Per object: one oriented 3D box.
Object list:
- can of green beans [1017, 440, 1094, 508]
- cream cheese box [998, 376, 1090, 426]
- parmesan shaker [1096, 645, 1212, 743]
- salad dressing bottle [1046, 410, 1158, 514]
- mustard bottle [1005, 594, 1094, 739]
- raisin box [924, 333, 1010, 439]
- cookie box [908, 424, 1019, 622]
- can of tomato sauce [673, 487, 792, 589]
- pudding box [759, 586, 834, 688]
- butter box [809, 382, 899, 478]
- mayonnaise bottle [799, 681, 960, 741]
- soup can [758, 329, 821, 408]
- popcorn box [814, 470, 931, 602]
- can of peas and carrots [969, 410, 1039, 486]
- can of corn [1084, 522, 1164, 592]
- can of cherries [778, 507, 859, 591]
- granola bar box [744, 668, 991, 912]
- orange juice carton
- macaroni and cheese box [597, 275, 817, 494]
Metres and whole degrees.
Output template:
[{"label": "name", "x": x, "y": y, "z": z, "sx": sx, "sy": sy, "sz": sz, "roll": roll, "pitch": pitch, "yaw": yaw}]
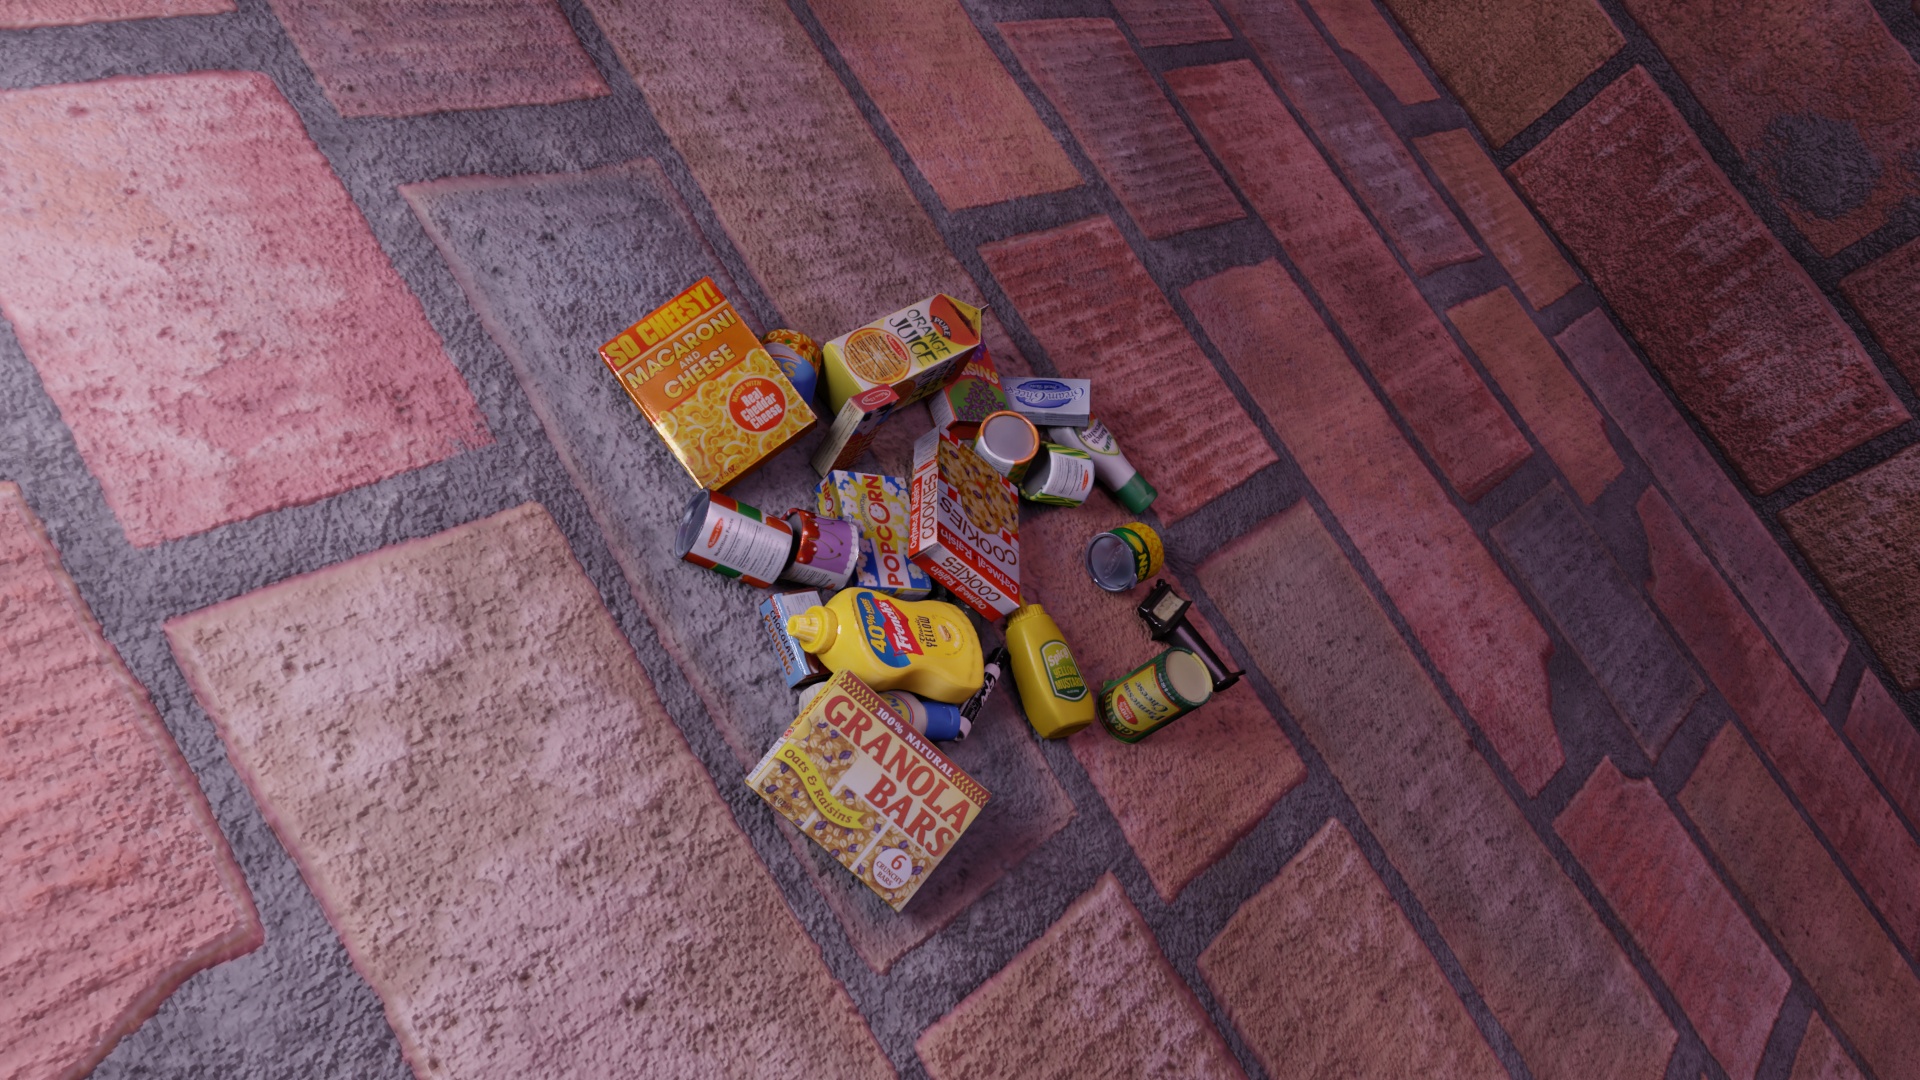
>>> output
[{"label": "can of green beans", "x": 0.102, "y": -0.071, "z": 1.509, "sx": 0.058, "sy": 0.071, "sz": 0.071, "roll": 10, "pitch": 56, "yaw": -34}, {"label": "cream cheese box", "x": 0.094, "y": -0.155, "z": 1.553, "sx": 0.104, "sy": 0.024, "sz": 0.053, "roll": 2, "pitch": 55, "yaw": 3}, {"label": "parmesan shaker", "x": 0.194, "y": 0.153, "z": 1.402, "sx": 0.071, "sy": 0.102, "sz": 0.071, "roll": 21, "pitch": 51, "yaw": -27}, {"label": "salad dressing bottle", "x": 0.164, "y": -0.094, "z": 1.590, "sx": 0.147, "sy": 0.043, "sz": 0.064, "roll": 46, "pitch": 44, "yaw": -5}, {"label": "mustard bottle", "x": 0.079, "y": 0.115, "z": 1.374, "sx": 0.065, "sy": 0.048, "sz": 0.160, "roll": -4, "pitch": 65, "yaw": -43}, {"label": "raisin box", "x": -0.001, "y": -0.172, "z": 1.513, "sx": 0.086, "sy": 0.040, "sz": 0.124, "roll": -1, "pitch": 62, "yaw": -39}, {"label": "cookie box", "x": 0.005, "y": -0.017, "z": 1.380, "sx": 0.122, "sy": 0.040, "sz": 0.168, "roll": 38, "pitch": 35, "yaw": -32}, {"label": "can of tomato sauce", "x": -0.199, "y": -0.001, "z": 1.217, "sx": 0.083, "sy": 0.071, "sz": 0.071, "roll": 23, "pitch": 49, "yaw": -26}, {"label": "pudding box", "x": -0.139, "y": 0.086, "z": 1.230, "sx": 0.050, "sy": 0.030, "sz": 0.084, "roll": -7, "pitch": 67, "yaw": -43}, {"label": "butter box", "x": -0.103, "y": -0.106, "z": 1.339, "sx": 0.024, "sy": 0.103, "sz": 0.053, "roll": 49, "pitch": 44, "yaw": 12}, {"label": "mayonnaise bottle", "x": -0.069, "y": 0.159, "z": 1.228, "sx": 0.148, "sy": 0.041, "sz": 0.065, "roll": 6, "pitch": 61, "yaw": -36}, {"label": "soup can", "x": -0.174, "y": -0.154, "z": 1.339, "sx": 0.071, "sy": 0.071, "sz": 0.084, "roll": 26, "pitch": 48, "yaw": -23}, {"label": "popcorn box", "x": -0.084, "y": -0.002, "z": 1.329, "sx": 0.085, "sy": 0.038, "sz": 0.127, "roll": 5, "pitch": 59, "yaw": -37}, {"label": "can of peas and carrots", "x": 0.047, "y": -0.098, "z": 1.472, "sx": 0.071, "sy": 0.058, "sz": 0.071, "roll": 6, "pitch": 63, "yaw": -12}, {"label": "can of corn", "x": 0.181, "y": 0.019, "z": 1.509, "sx": 0.058, "sy": 0.071, "sz": 0.071, "roll": -19, "pitch": 75, "yaw": -45}, {"label": "can of cherries", "x": -0.133, "y": 0.006, "z": 1.264, "sx": 0.058, "sy": 0.071, "sz": 0.072, "roll": 15, "pitch": 53, "yaw": -30}, {"label": "granola bar box", "x": -0.075, "y": 0.206, "z": 1.151, "sx": 0.165, "sy": 0.039, "sz": 0.124, "roll": 42, "pitch": 76, "yaw": -8}, {"label": "orange juice carton", "x": -0.051, "y": -0.191, "z": 1.425, "sx": 0.193, "sy": 0.071, "sz": 0.073, "roll": -30, "pitch": 77, "yaw": -32}, {"label": "macaroni and cheese box", "x": -0.229, "y": -0.137, "z": 1.261, "sx": 0.124, "sy": 0.040, "sz": 0.166, "roll": -37, "pitch": 86, "yaw": -11}]
